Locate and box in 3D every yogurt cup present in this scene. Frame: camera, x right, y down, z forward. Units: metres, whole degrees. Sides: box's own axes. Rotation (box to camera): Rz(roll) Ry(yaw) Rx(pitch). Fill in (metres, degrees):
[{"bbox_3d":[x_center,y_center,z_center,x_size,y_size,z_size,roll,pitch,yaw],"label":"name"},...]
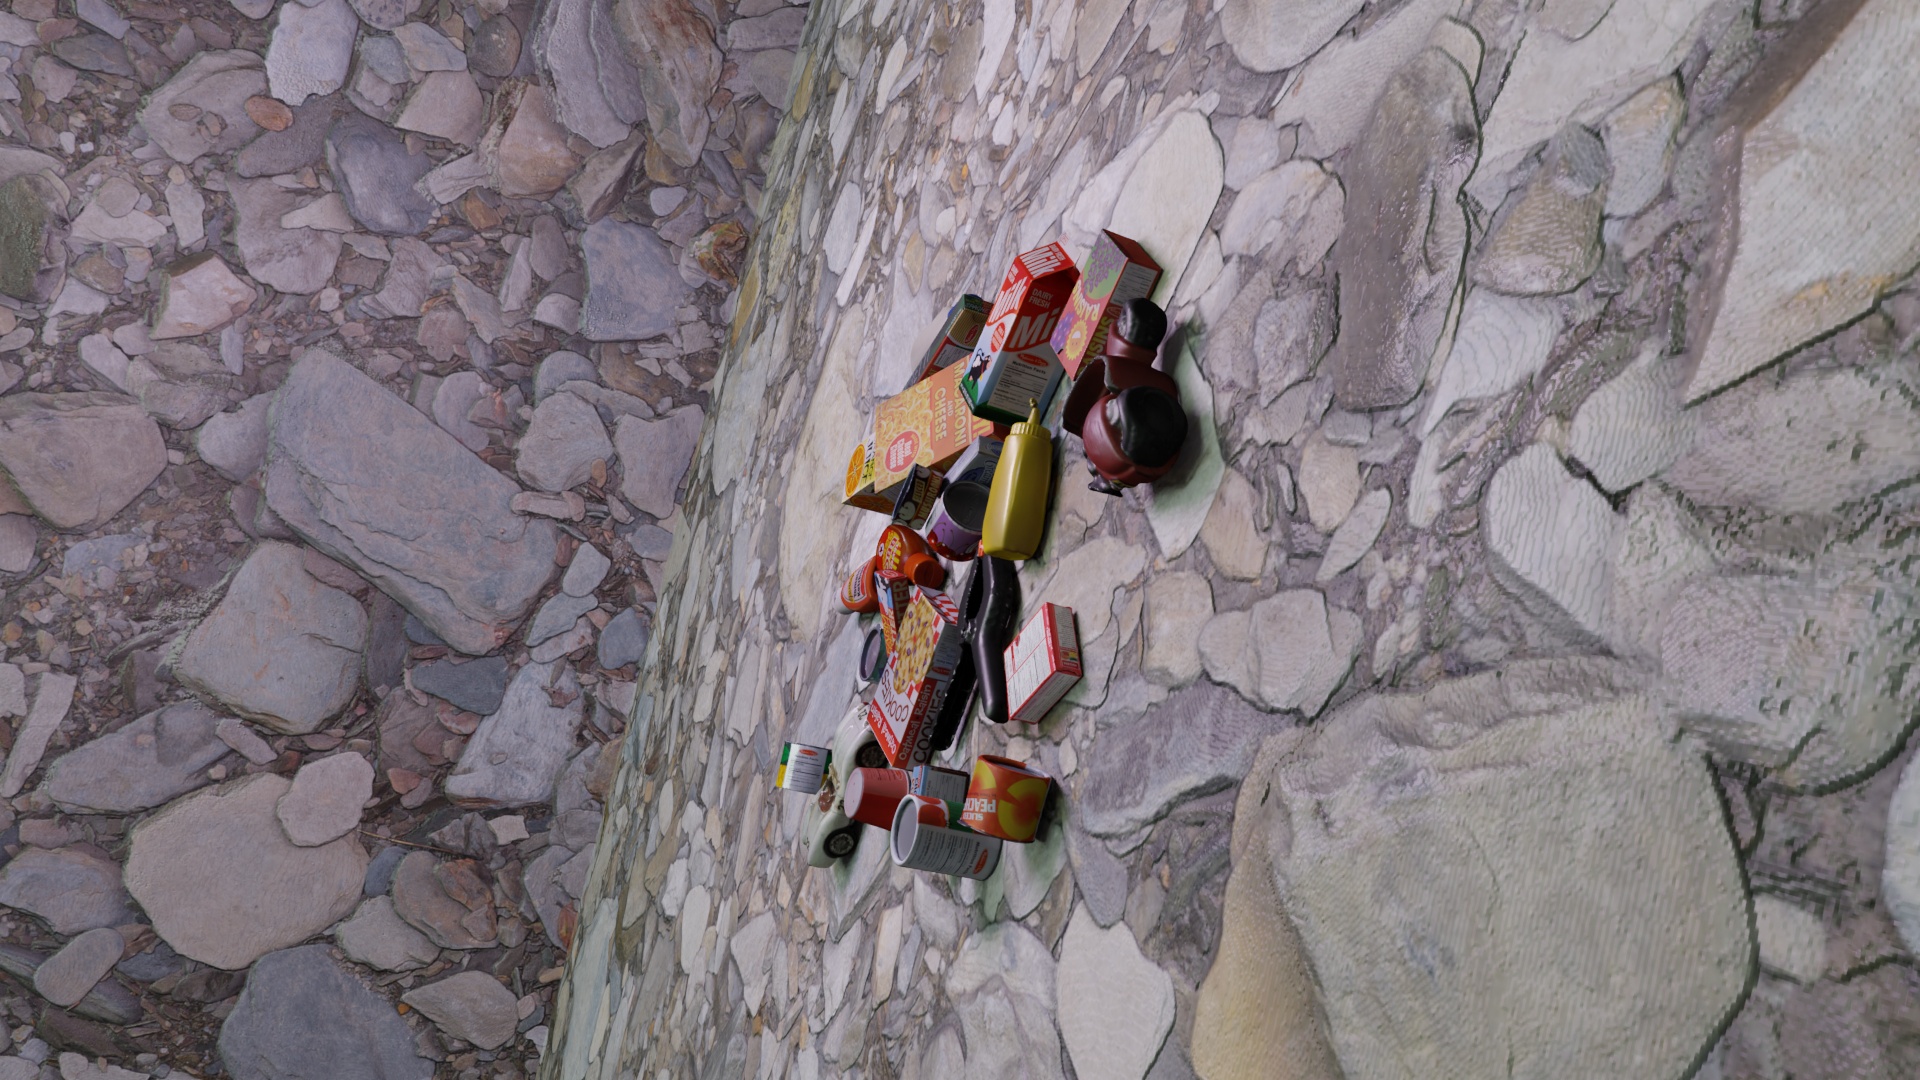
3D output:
[{"bbox_3d":[-0.091,0.276,1.496,0.072,0.054,0.073,131,147,-49],"label":"yogurt cup"}]

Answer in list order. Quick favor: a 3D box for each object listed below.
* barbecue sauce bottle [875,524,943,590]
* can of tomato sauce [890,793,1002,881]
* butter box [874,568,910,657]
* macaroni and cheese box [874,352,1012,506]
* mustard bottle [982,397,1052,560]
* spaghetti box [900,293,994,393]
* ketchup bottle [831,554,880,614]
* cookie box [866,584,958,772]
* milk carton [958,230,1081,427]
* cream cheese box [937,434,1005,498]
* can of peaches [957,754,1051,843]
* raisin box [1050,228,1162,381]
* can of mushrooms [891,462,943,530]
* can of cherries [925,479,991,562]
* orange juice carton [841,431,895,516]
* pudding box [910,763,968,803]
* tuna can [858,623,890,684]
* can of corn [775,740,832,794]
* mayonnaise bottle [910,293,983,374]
[{"bbox_3d":[-0.058,0.024,1.599,0.149,0.044,0.064,-149,72,-68],"label":"barbecue sauce bottle"},{"bbox_3d":[-0.014,0.268,1.259,0.071,0.083,0.071,-164,89,-69],"label":"can of tomato sauce"},{"bbox_3d":[-0.071,0.086,1.563,0.053,0.024,0.103,-162,62,-68],"label":"butter box"},{"bbox_3d":[-0.020,-0.125,1.517,0.166,0.040,0.124,-25,50,31],"label":"macaroni and cheese box"},{"bbox_3d":[0.061,-0.062,1.345,0.065,0.049,0.160,167,116,-67],"label":"mustard bottle"},{"bbox_3d":[-0.027,-0.198,1.665,0.248,0.050,0.029,128,151,-47],"label":"spaghetti box"},{"bbox_3d":[-0.120,0.063,1.736,0.148,0.043,0.065,150,132,-63],"label":"ketchup bottle"},{"bbox_3d":[-0.044,0.147,1.485,0.123,0.040,0.167,-134,62,-67],"label":"cookie box"},{"bbox_3d":[0.072,-0.212,1.384,0.072,0.073,0.189,-111,41,-58],"label":"milk carton"},{"bbox_3d":[0.020,-0.069,1.449,0.103,0.053,0.024,133,147,-52],"label":"cream cheese box"},{"bbox_3d":[0.037,0.218,1.180,0.071,0.071,0.058,-163,89,-70],"label":"can of peaches"},{"bbox_3d":[0.132,-0.214,1.280,0.086,0.040,0.122,-112,40,-57],"label":"raisin box"},{"bbox_3d":[-0.045,-0.046,1.457,0.071,0.033,0.071,-154,87,-83],"label":"can of mushrooms"},{"bbox_3d":[0.005,-0.018,1.435,0.058,0.071,0.072,122,154,-48],"label":"can of cherries"},{"bbox_3d":[-0.077,-0.091,1.690,0.192,0.072,0.073,153,128,-64],"label":"orange juice carton"},{"bbox_3d":[-0.025,0.262,1.340,0.030,0.050,0.084,148,134,-63],"label":"pudding box"},{"bbox_3d":[-0.091,0.134,1.626,0.071,0.033,0.071,-164,89,-69],"label":"tuna can"},{"bbox_3d":[-0.194,0.285,1.741,0.071,0.071,0.058,168,115,-67],"label":"can of corn"},{"bbox_3d":[-0.015,-0.250,1.685,0.147,0.041,0.065,-36,45,58],"label":"mayonnaise bottle"}]
